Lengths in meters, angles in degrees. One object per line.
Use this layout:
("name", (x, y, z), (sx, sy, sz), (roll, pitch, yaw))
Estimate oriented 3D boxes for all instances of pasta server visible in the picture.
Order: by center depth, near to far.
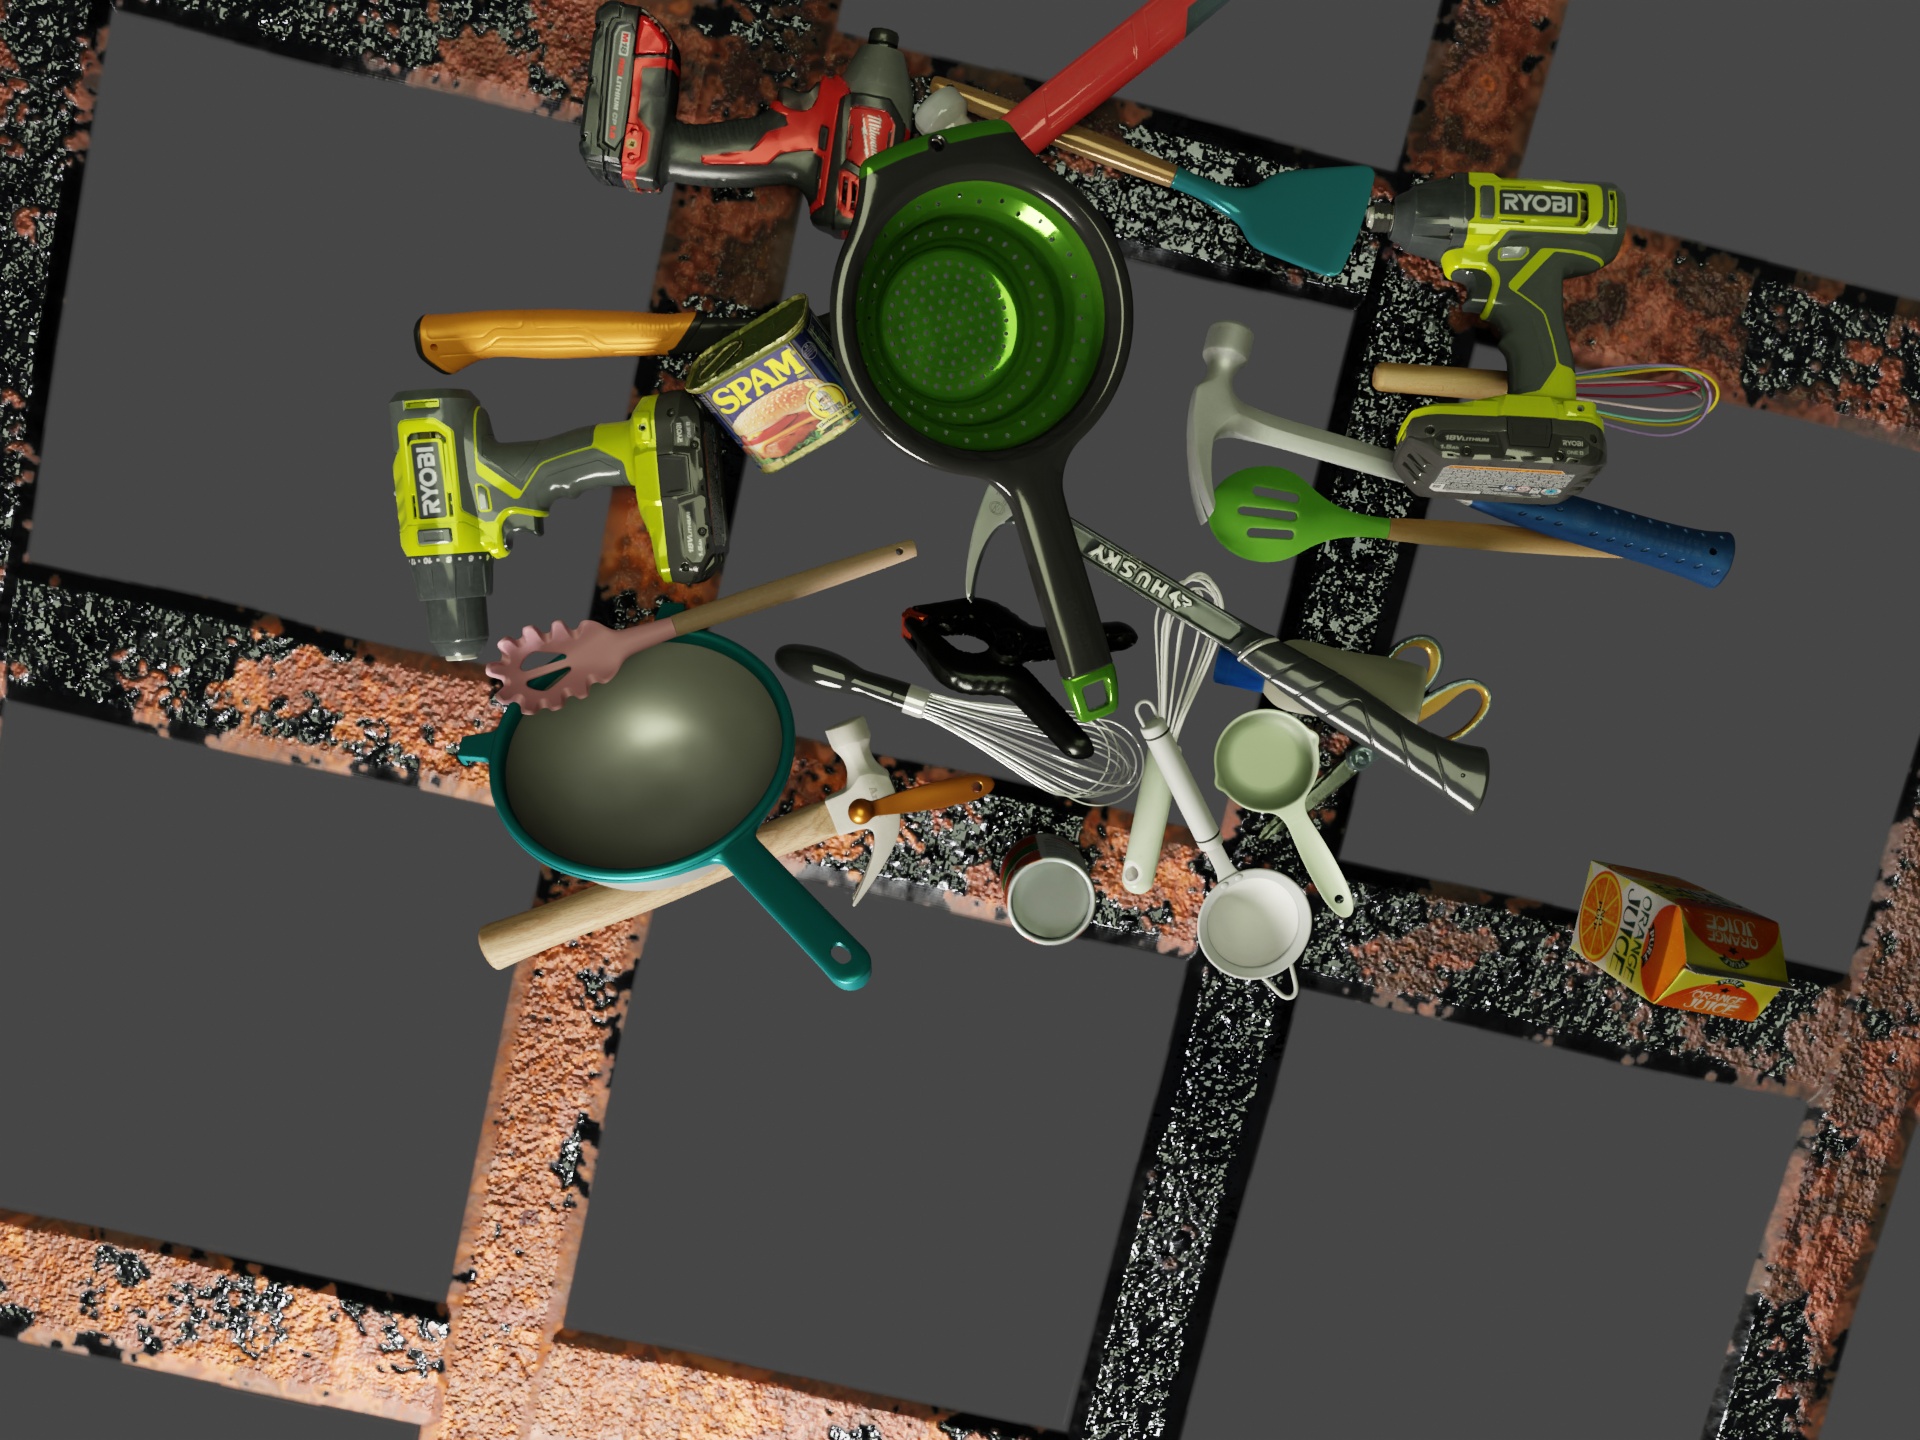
("pasta server", (-0.177, -0.075, 1.127), (0.316, 0.040, 0.060), (-20, 94, -13))

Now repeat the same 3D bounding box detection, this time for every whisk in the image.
("whisk", (0.423, -0.243, 1.148), (0.245, 0.047, 0.051), (5, 80, 2))
("whisk", (-0.001, -0.005, 1.168), (0.284, 0.070, 0.070), (19, 97, 1))
("whisk", (0.154, 0.011, 1.178), (0.058, 0.059, 0.246), (20, 105, 41))

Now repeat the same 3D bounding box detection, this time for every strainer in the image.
("strainer", (-0.174, 0.080, 1.100), (0.211, 0.095, 0.341), (-38, 63, -21))
("strainer", (0.187, 0.093, 1.170), (0.087, 0.050, 0.258), (-28, 108, 1))

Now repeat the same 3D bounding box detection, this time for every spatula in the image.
("spatula", (0.129, -0.398, 1.122), (0.317, 0.044, 0.082), (19, 89, -2))

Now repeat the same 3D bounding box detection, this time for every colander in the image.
("colander", (0.028, -0.191, 1.081), (0.204, 0.094, 0.397), (-21, 105, -12))

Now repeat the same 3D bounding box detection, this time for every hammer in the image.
("hammer", (0.161, -0.479, 1.097), (0.386, 0.038, 0.143), (-38, 88, -1))
("hammer", (0.188, -0.056, 1.114), (0.409, 0.036, 0.149), (33, 91, 7))
("hammer", (-0.218, -0.279, 1.119), (0.337, 0.034, 0.127), (-1, 128, 3))
("hammer", (0.356, -0.164, 1.142), (0.405, 0.035, 0.144), (16, 79, -3))
("hammer", (-0.201, 0.115, 1.190), (0.331, 0.031, 0.130), (-21, 97, 2))

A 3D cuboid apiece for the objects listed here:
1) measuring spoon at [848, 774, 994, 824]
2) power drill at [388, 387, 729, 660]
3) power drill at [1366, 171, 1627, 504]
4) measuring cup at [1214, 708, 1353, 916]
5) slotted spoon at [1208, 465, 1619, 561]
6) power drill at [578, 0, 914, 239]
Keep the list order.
("measuring spoon", (-0.027, 0.058, 1.175), (0.117, 0.011, 0.021), (-11, 97, -21))
("power drill", (-0.286, -0.144, 1.134), (0.228, 0.080, 0.190), (-4, 97, 2))
("power drill", (0.367, -0.270, 1.103), (0.171, 0.080, 0.223), (4, 77, 4))
("measuring cup", (0.247, 0.068, 1.178), (0.083, 0.038, 0.167), (-28, 91, 10))
("slotted spoon", (0.339, -0.141, 1.168), (0.313, 0.031, 0.070), (5, 95, -3))
("power drill", (-0.142, -0.420, 1.101), (0.219, 0.078, 0.143), (9, 98, -5))
